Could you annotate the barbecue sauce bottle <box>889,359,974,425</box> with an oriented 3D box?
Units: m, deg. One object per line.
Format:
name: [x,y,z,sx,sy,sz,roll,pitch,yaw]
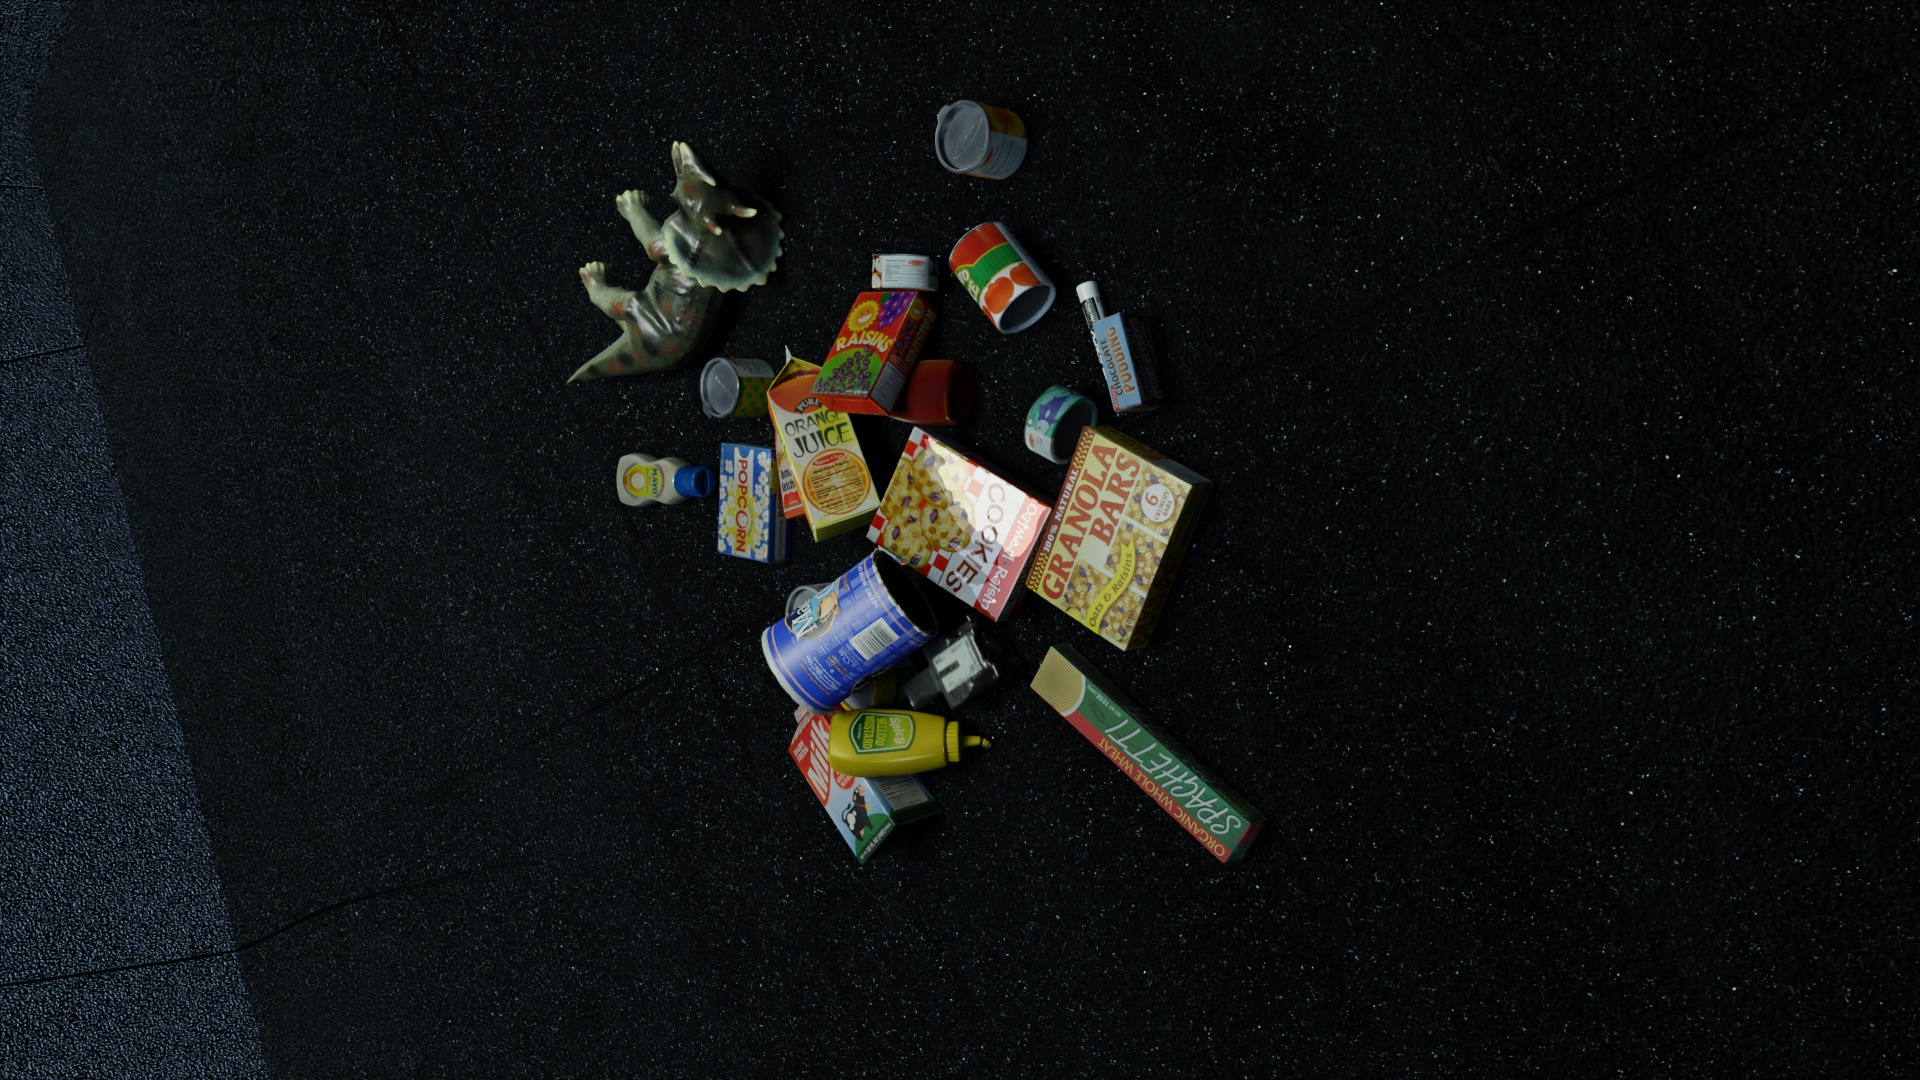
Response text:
barbecue sauce bottle: [-0.055,-0.147,1.386,0.148,0.044,0.065,5,84,41]

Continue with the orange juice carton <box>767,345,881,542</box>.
orange juice carton: [-0.147,-0.104,1.427,0.071,0.073,0.193,112,138,-77]

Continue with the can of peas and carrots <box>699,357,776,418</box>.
can of peas and carrots: [-0.246,-0.167,1.540,0.071,0.059,0.071,5,97,41]

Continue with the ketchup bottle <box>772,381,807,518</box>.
ketchup bottle: [-0.172,-0.100,1.492,0.064,0.044,0.149,-14,84,47]

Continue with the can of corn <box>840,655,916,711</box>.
can of corn: [-0.089,0.146,1.430,0.071,0.058,0.071,4,96,41]

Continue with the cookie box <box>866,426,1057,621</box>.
cookie box: [0.005,-0.017,1.326,0.168,0.040,0.122,32,107,25]

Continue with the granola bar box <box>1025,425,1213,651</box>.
granola bar box: [0.137,-0.003,1.235,0.124,0.039,0.165,33,114,34]

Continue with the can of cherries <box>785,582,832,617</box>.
can of cherries: [-0.141,0.080,1.470,0.071,0.058,0.071,4,95,40]

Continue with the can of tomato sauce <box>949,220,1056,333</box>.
can of tomato sauce: [0.038,-0.241,1.283,0.071,0.071,0.083,-50,63,32]

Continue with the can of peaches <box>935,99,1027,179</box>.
can of peaches: [0.019,-0.374,1.294,0.071,0.058,0.071,5,97,41]

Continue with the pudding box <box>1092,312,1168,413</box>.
pudding box: [0.148,-0.154,1.207,0.030,0.050,0.084,-18,82,39]

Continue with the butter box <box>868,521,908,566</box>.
butter box: [-0.046,-0.004,1.403,0.103,0.024,0.053,-16,84,41]

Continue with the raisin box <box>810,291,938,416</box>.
raisin box: [-0.084,-0.186,1.373,0.086,0.040,0.124,7,67,43]

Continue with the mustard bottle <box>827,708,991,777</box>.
mustard bottle: [-0.049,0.199,1.374,0.160,0.048,0.065,-3,54,5]

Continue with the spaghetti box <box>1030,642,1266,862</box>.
spaghetti box: [0.163,0.185,1.236,0.251,0.029,0.050,41,119,31]

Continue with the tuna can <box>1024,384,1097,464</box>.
tuna can: [0.093,-0.106,1.250,0.033,0.071,0.070,31,113,34]

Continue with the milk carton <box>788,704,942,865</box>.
milk carton: [-0.111,0.233,1.446,0.191,0.073,0.072,53,124,25]

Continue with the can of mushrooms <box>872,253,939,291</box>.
can of mushrooms: [-0.054,-0.263,1.363,0.071,0.071,0.033,8,100,40]

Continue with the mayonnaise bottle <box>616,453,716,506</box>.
mayonnaise bottle: [-0.349,-0.071,1.648,0.148,0.041,0.064,3,94,41]

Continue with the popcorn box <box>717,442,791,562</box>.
popcorn box: [-0.228,-0.043,1.548,0.085,0.038,0.126,10,100,41]
